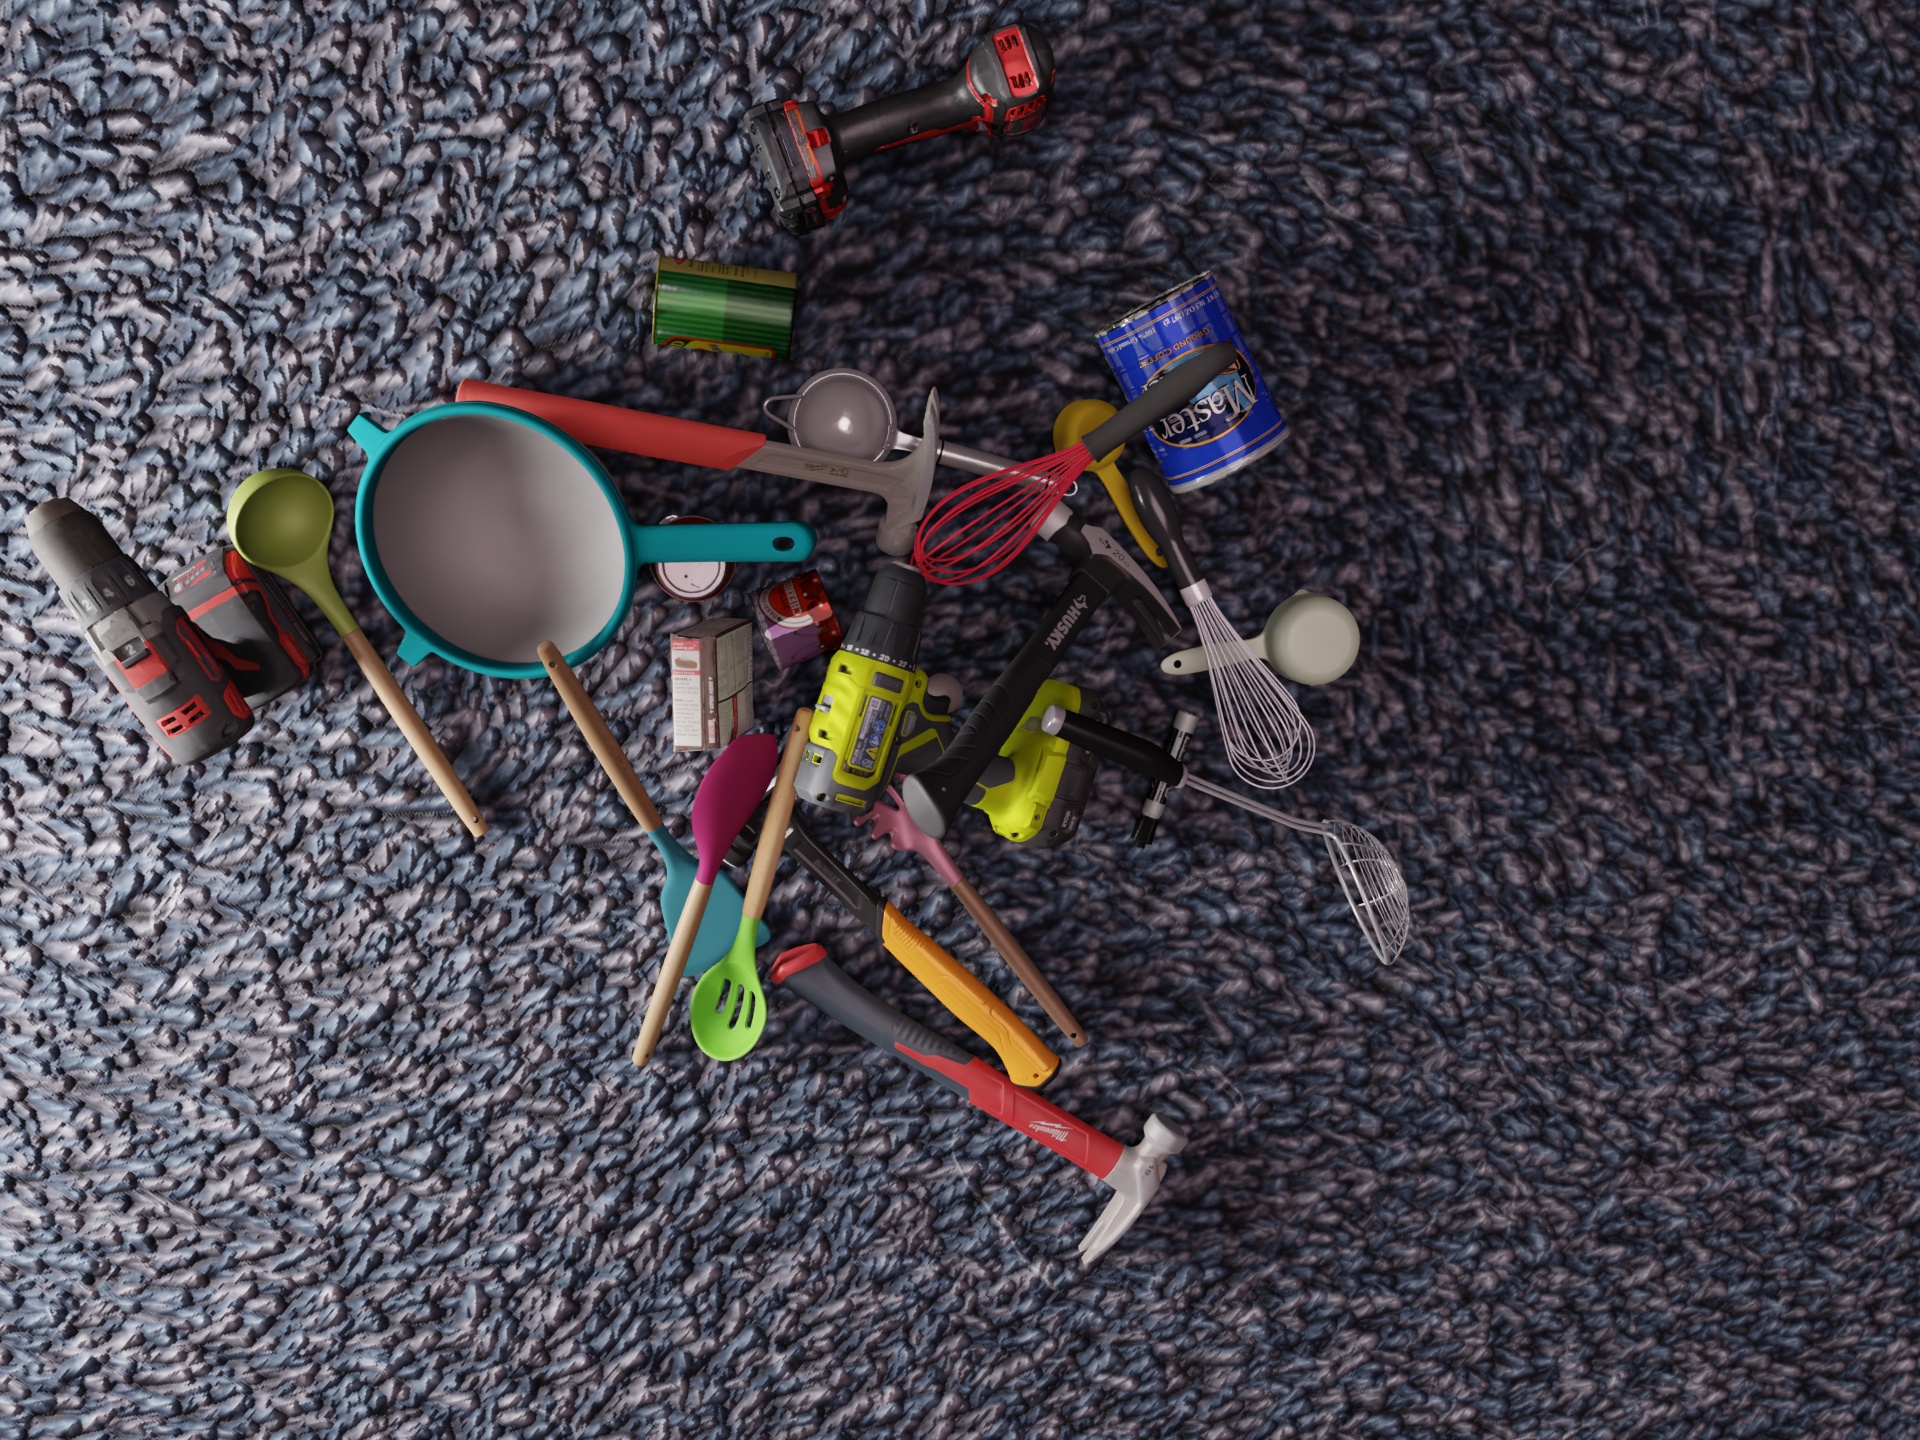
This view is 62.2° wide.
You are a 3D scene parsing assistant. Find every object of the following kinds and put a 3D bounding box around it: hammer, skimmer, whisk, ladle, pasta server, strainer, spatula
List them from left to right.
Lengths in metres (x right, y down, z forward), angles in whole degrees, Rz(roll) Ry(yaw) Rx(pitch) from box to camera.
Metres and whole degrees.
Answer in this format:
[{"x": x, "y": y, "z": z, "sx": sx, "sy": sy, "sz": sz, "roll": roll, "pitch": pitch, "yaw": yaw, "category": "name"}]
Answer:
[{"x": -0.448, "y": -0.045, "z": 1.215, "sx": 0.078, "sy": 0.062, "sz": 0.320, "roll": -37, "pitch": 107, "yaw": -28, "category": "ladle"}, {"x": -0.267, "y": -0.144, "z": 1.176, "sx": 0.340, "sy": 0.095, "sz": 0.210, "roll": 0, "pitch": 116, "yaw": 7, "category": "strainer"}, {"x": -0.247, "y": 0.069, "z": 1.237, "sx": 0.082, "sy": 0.044, "sz": 0.317, "roll": -24, "pitch": 125, "yaw": 0, "category": "spatula"}, {"x": -0.197, "y": -0.216, "z": 1.200, "sx": 0.359, "sy": 0.037, "sz": 0.149, "roll": 10, "pitch": 138, "yaw": -5, "category": "hammer"}, {"x": -0.040, "y": 0.172, "z": 1.284, "sx": 0.337, "sy": 0.034, "sz": 0.127, "roll": 44, "pitch": 112, "yaw": -7, "category": "hammer"}, {"x": -0.027, "y": -0.216, "z": 1.250, "sx": 0.258, "sy": 0.050, "sz": 0.087, "roll": 13, "pitch": 93, "yaw": -13, "category": "strainer"}, {"x": 0.000, "y": 0.315, "z": 1.346, "sx": 0.386, "sy": 0.038, "sz": 0.143, "roll": 33, "pitch": 96, "yaw": -12, "category": "hammer"}, {"x": 0.012, "y": 0.157, "z": 1.320, "sx": 0.060, "sy": 0.040, "sz": 0.316, "roll": -33, "pitch": 104, "yaw": 17, "category": "pasta server"}, {"x": 0.053, "y": -0.030, "z": 1.180, "sx": 0.146, "sy": 0.035, "sz": 0.335, "roll": 41, "pitch": 48, "yaw": -5, "category": "hammer"}, {"x": 0.081, "y": -0.192, "z": 1.195, "sx": 0.296, "sy": 0.073, "sz": 0.073, "roll": -34, "pitch": 103, "yaw": 15, "category": "whisk"}, {"x": 0.201, "y": -0.073, "z": 1.274, "sx": 0.070, "sy": 0.070, "sz": 0.284, "roll": -27, "pitch": 96, "yaw": -2, "category": "whisk"}, {"x": 0.212, "y": 0.090, "z": 1.273, "sx": 0.363, "sy": 0.127, "sz": 0.090, "roll": 23, "pitch": 112, "yaw": -17, "category": "skimmer"}]

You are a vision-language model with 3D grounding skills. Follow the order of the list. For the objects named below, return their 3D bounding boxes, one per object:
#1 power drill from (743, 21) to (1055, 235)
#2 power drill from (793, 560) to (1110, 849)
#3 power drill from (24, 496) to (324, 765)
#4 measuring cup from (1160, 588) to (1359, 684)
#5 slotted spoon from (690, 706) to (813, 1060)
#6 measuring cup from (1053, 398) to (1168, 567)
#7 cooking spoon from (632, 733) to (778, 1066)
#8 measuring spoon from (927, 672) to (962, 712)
[{"x": -0.038, "y": -0.435, "z": 1.165, "sx": 0.219, "sy": 0.143, "sz": 0.078, "roll": -20, "pitch": 98, "yaw": 3, "category": "power drill"}, {"x": -0.002, "y": -0.004, "z": 1.233, "sx": 0.228, "sy": 0.080, "sz": 0.190, "roll": 18, "pitch": 89, "yaw": -29, "category": "power drill"}, {"x": -0.545, "y": -0.073, "z": 1.107, "sx": 0.080, "sy": 0.227, "sz": 0.187, "roll": -32, "pitch": 103, "yaw": -1, "category": "power drill"}, {"x": 0.249, "y": -0.058, "z": 1.313, "sx": 0.167, "sy": 0.038, "sz": 0.083, "roll": -11, "pitch": 101, "yaw": -7, "category": "measuring cup"}, {"x": -0.157, "y": 0.132, "z": 1.259, "sx": 0.070, "sy": 0.031, "sz": 0.313, "roll": 25, "pitch": 113, "yaw": 20, "category": "slotted spoon"}, {"x": 0.132, "y": -0.188, "z": 1.277, "sx": 0.062, "sy": 0.029, "sz": 0.156, "roll": -38, "pitch": 105, "yaw": -12, "category": "measuring cup"}, {"x": -0.209, "y": 0.147, "z": 1.256, "sx": 0.068, "sy": 0.017, "sz": 0.318, "roll": -2, "pitch": 123, "yaw": -46, "category": "cooking spoon"}, {"x": -0.050, "y": 0.007, "z": 1.295, "sx": 0.124, "sy": 0.018, "sz": 0.034, "roll": -37, "pitch": 103, "yaw": 1, "category": "measuring spoon"}]
